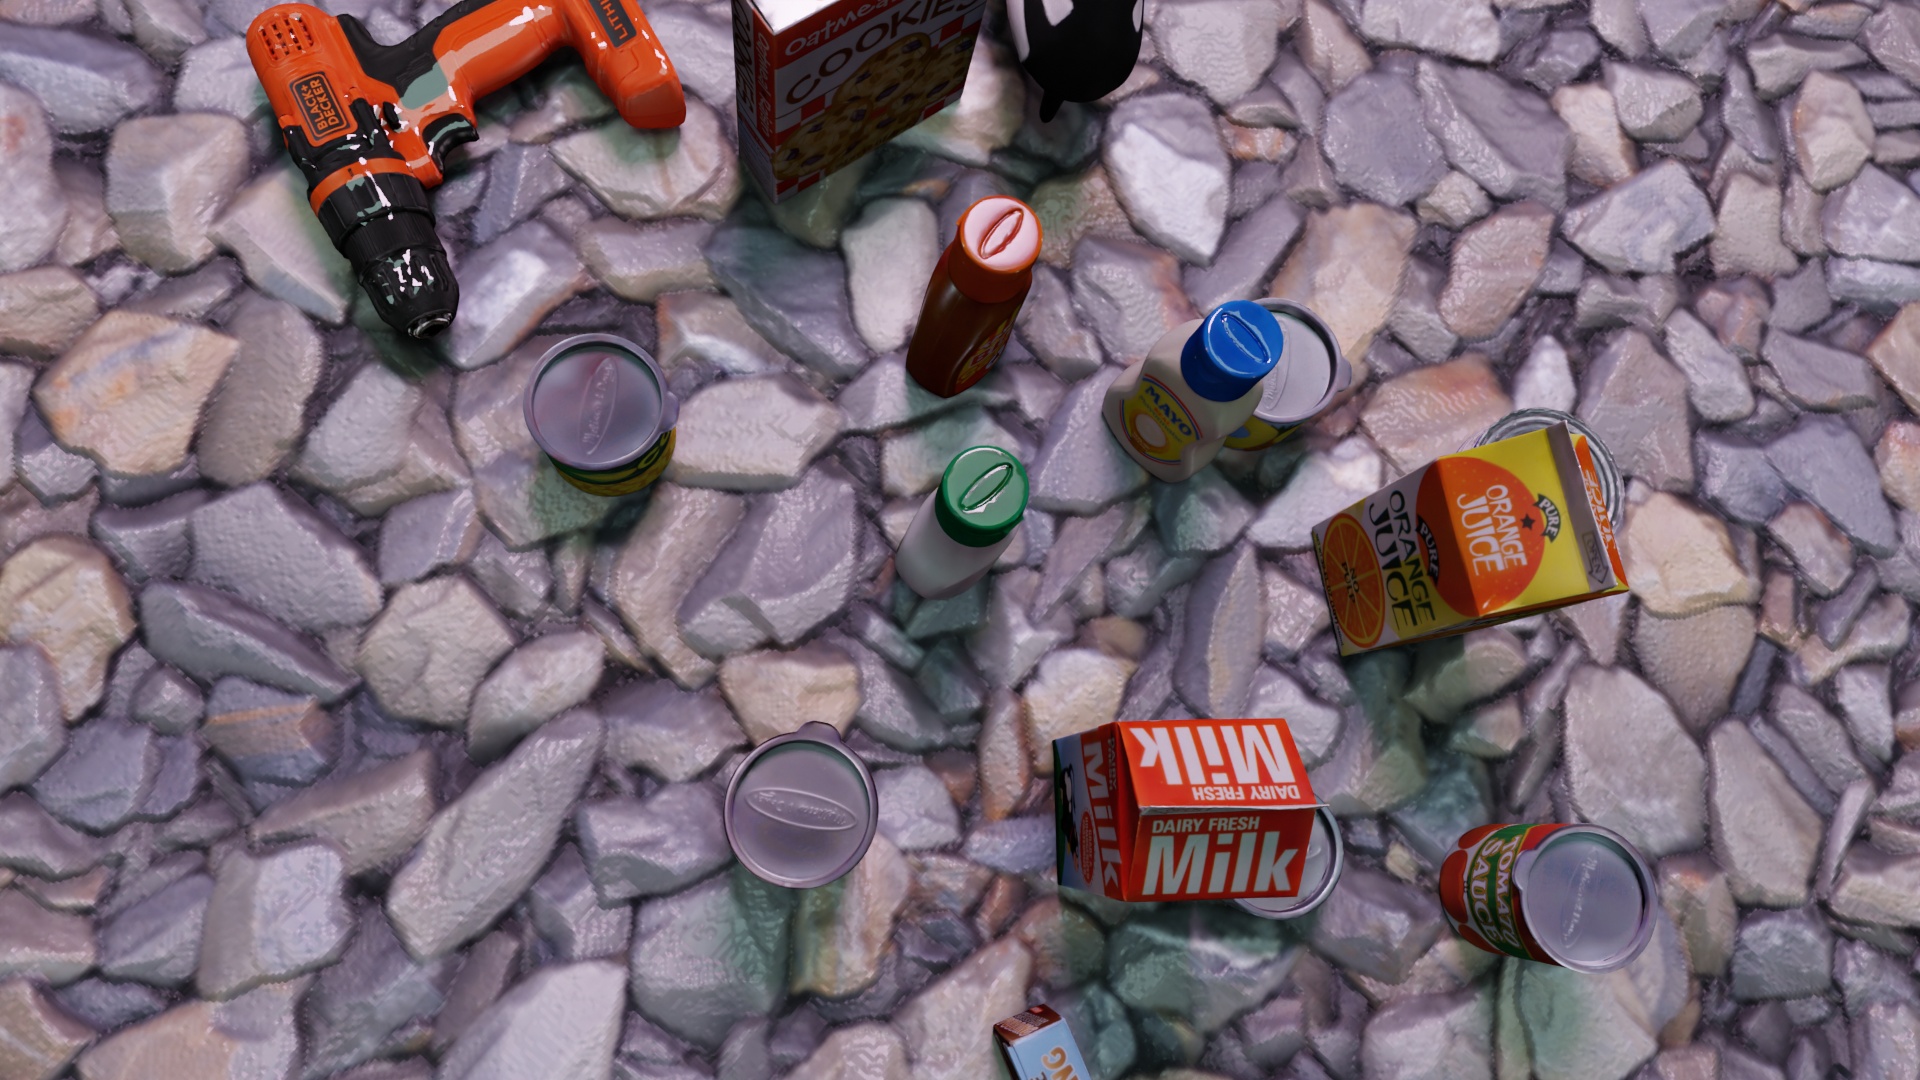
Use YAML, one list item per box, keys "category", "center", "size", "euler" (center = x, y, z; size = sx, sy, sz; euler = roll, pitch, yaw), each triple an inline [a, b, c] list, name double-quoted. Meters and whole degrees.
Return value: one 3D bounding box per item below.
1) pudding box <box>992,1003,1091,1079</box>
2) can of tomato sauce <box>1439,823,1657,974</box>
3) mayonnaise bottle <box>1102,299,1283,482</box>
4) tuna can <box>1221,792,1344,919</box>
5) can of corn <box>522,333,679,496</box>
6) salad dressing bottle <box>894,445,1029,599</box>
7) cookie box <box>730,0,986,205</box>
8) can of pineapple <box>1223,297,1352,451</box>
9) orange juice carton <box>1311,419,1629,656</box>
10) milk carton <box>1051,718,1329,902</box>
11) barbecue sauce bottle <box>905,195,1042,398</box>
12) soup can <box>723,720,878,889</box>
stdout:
- category: "pudding box"
  center: [0.046, 0.260, 0.636]
  size: [0.030, 0.049, 0.084]
  euler: [-22, 82, -11]
- category: "can of tomato sauce"
  center: [0.278, 0.170, 0.669]
  size: [0.071, 0.083, 0.071]
  euler: [1, 78, -7]
- category: "mayonnaise bottle"
  center: [0.111, -0.072, 0.664]
  size: [0.041, 0.147, 0.065]
  euler: [-40, 86, -13]
- category: "tuna can"
  center: [0.151, 0.149, 0.682]
  size: [0.071, 0.032, 0.071]
  euler: [1, 78, -7]
- category: "can of corn"
  center: [-0.169, -0.058, 0.670]
  size: [0.071, 0.058, 0.071]
  euler: [1, 78, -7]
- category: "salad dressing bottle"
  center: [0.002, -0.008, 0.636]
  size: [0.064, 0.147, 0.044]
  euler: [-41, 86, -13]
- category: "cookie box"
  center: [-0.049, -0.241, 0.668]
  size: [0.123, 0.167, 0.040]
  euler: [-33, 85, -12]
- category: "can of pineapple"
  center: [0.157, -0.083, 0.719]
  size: [0.071, 0.057, 0.071]
  euler: [1, 78, -7]
- category: "orange juice carton"
  center: [0.237, 0.003, 0.642]
  size: [0.073, 0.192, 0.072]
  euler: [-9, 80, -9]
- category: "milk carton"
  center: [0.091, 0.116, 0.600]
  size: [0.072, 0.190, 0.073]
  euler: [0, 79, -7]
- category: "barbecue sauce bottle"
  center: [0.008, -0.116, 0.659]
  size: [0.043, 0.148, 0.065]
  euler: [39, 77, 1]
- category: "soup can"
  center: [-0.072, 0.120, 0.633]
  size: [0.071, 0.083, 0.071]
  euler: [1, 78, -7]
